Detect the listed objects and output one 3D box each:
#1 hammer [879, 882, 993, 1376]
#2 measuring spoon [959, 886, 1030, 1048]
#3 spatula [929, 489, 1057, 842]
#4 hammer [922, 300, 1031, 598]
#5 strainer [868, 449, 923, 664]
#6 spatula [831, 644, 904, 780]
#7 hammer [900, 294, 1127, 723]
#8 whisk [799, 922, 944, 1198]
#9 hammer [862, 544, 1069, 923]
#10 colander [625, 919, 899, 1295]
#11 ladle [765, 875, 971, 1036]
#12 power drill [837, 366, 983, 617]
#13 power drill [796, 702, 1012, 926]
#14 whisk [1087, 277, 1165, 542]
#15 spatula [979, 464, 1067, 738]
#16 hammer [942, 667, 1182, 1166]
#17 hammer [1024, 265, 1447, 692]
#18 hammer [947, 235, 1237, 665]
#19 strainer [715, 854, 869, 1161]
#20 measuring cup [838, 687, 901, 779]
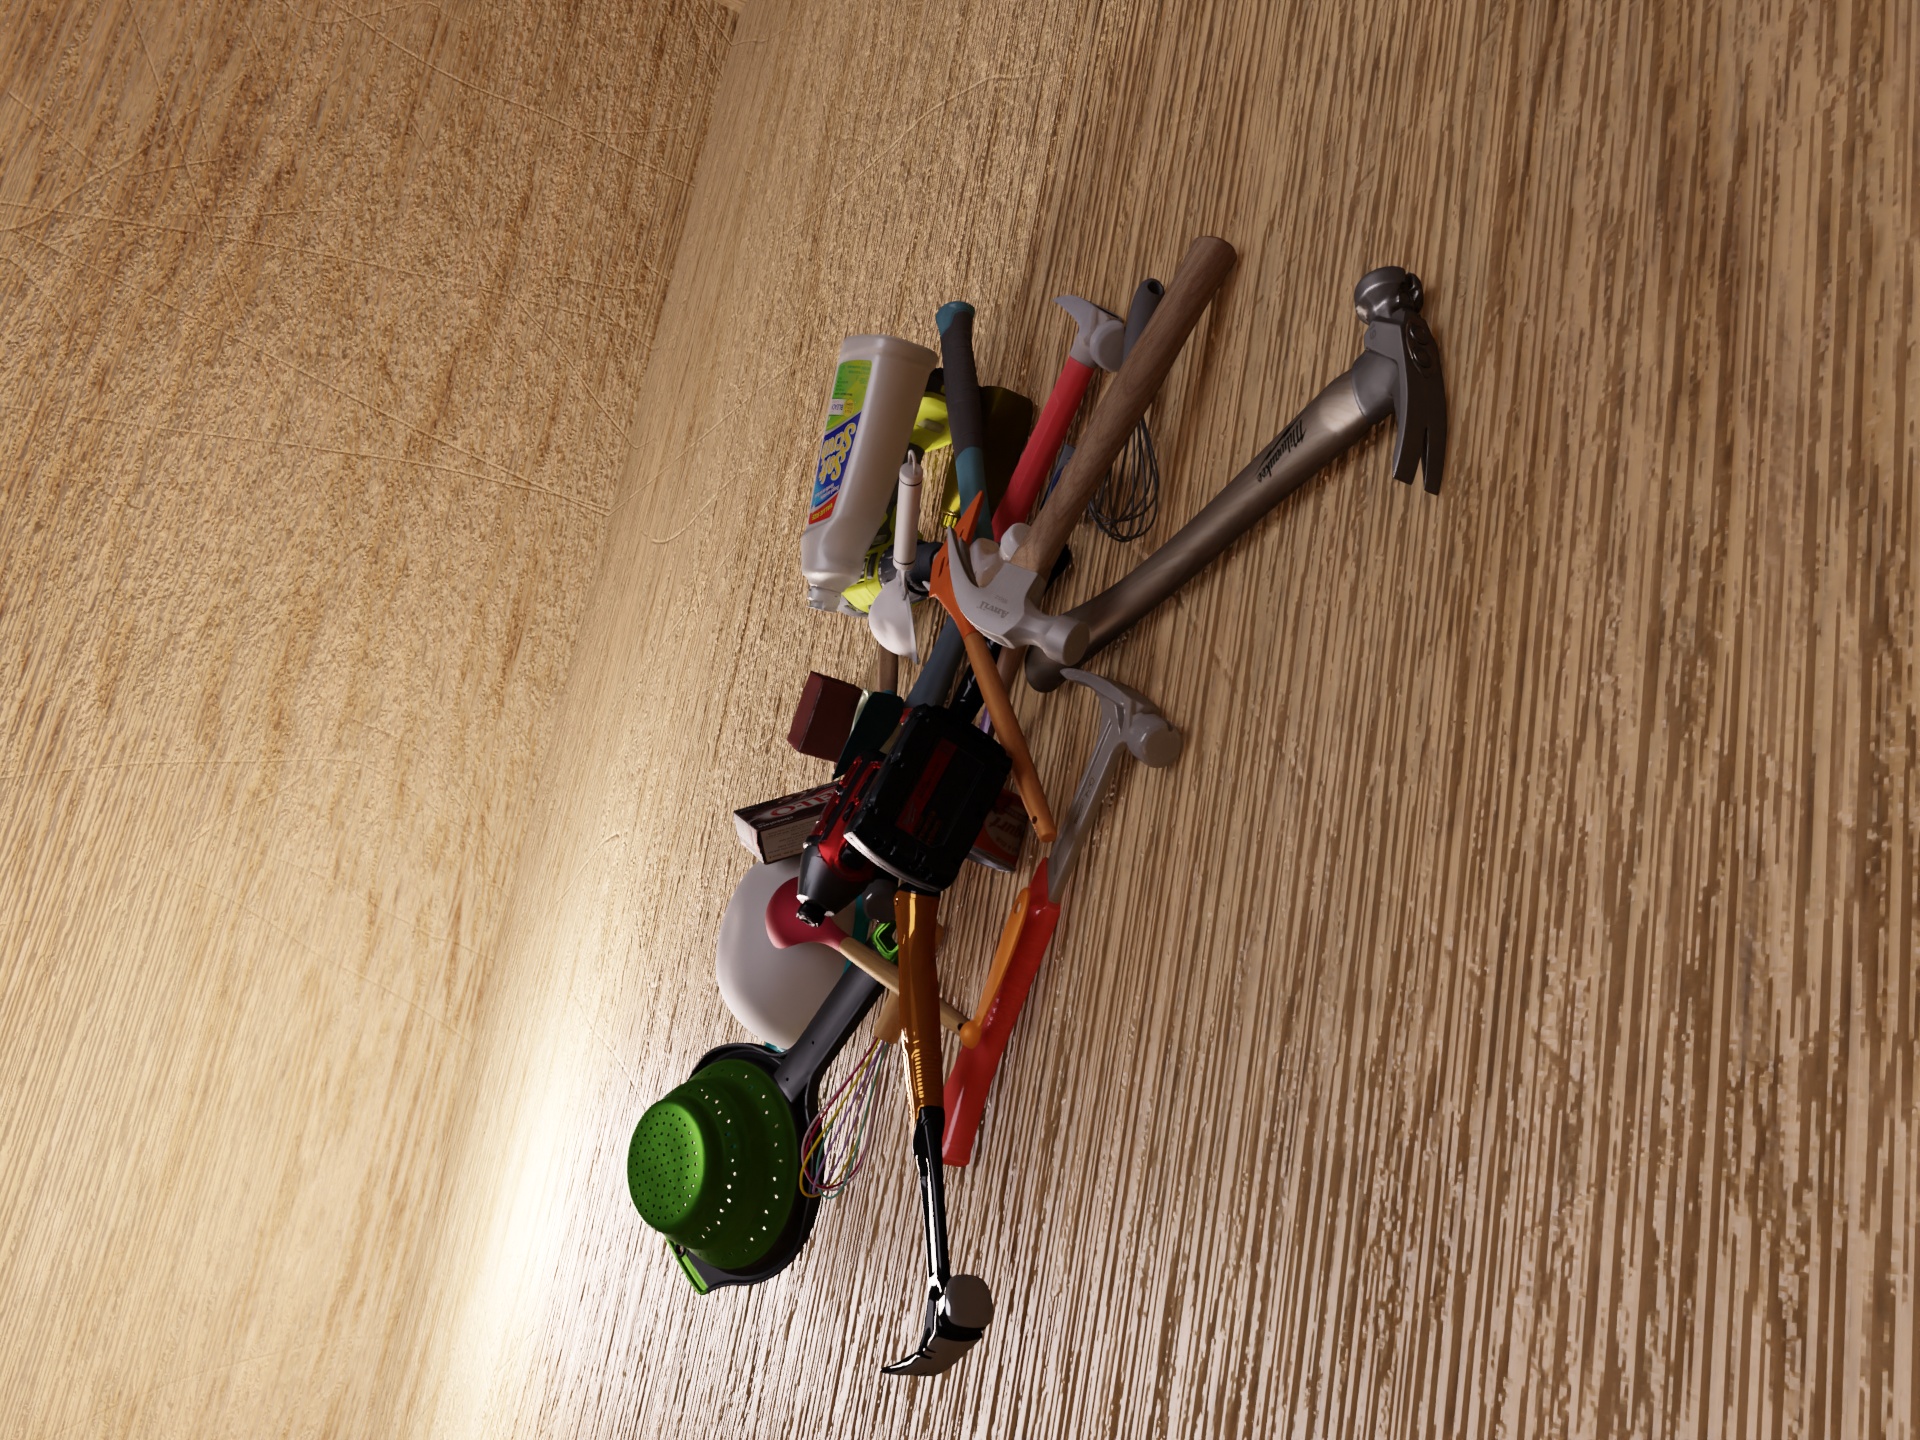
[{"bbox_3d":[-0.025,0.259,1.068,0.127,0.034,0.337,119,154,-46],"label":"hammer"},{"bbox_3d":[0.022,0.166,1.070,0.021,0.011,0.117,31,102,66],"label":"measuring spoon"},{"bbox_3d":[0.024,-0.041,1.157,0.081,0.041,0.323,-53,41,36],"label":"spatula"},{"bbox_3d":[0.007,-0.231,1.331,0.128,0.033,0.331,-45,39,44],"label":"hammer"},{"bbox_3d":[-0.050,-0.132,1.351,0.258,0.050,0.087,98,161,-51],"label":"strainer"},{"bbox_3d":[-0.073,-0.035,1.397,0.318,0.044,0.082,-95,29,-69],"label":"spatula"},{"bbox_3d":[0.034,-0.167,1.339,0.386,0.038,0.143,-64,23,19],"label":"hammer"},{"bbox_3d":[-0.070,0.271,1.259,0.245,0.047,0.051,-67,22,6],"label":"whisk"},{"bbox_3d":[-0.002,-0.004,1.294,0.334,0.035,0.146,-62,17,18],"label":"hammer"},{"bbox_3d":[-0.174,0.313,1.332,0.397,0.094,0.205,-56,50,17],"label":"colander"},{"bbox_3d":[-0.077,0.190,1.264,0.316,0.031,0.069,23,82,52],"label":"ladle"},{"bbox_3d":[-0.045,-0.213,1.502,0.190,0.080,0.228,-6,70,60],"label":"power drill"},{"bbox_3d":[-0.056,0.075,1.144,0.143,0.078,0.219,-62,12,-21],"label":"power drill"},{"bbox_3d":[0.129,-0.232,1.169,0.055,0.055,0.239,-34,39,56],"label":"whisk"},{"bbox_3d":[0.036,-0.041,1.191,0.060,0.018,0.315,-77,4,-68],"label":"spatula"},{"bbox_3d":[0.045,0.142,1.098,0.359,0.036,0.149,-68,23,9],"label":"hammer"},{"bbox_3d":[0.156,-0.110,1.028,0.410,0.038,0.146,-41,39,51],"label":"hammer"},{"bbox_3d":[0.099,-0.199,1.106,0.130,0.031,0.331,23,78,32],"label":"hammer"},{"bbox_3d":[-0.193,0.257,1.475,0.340,0.095,0.211,-66,24,11],"label":"strainer"},{"bbox_3d":[-0.087,0.028,1.489,0.167,0.038,0.083,123,157,-65],"label":"measuring cup"}]
